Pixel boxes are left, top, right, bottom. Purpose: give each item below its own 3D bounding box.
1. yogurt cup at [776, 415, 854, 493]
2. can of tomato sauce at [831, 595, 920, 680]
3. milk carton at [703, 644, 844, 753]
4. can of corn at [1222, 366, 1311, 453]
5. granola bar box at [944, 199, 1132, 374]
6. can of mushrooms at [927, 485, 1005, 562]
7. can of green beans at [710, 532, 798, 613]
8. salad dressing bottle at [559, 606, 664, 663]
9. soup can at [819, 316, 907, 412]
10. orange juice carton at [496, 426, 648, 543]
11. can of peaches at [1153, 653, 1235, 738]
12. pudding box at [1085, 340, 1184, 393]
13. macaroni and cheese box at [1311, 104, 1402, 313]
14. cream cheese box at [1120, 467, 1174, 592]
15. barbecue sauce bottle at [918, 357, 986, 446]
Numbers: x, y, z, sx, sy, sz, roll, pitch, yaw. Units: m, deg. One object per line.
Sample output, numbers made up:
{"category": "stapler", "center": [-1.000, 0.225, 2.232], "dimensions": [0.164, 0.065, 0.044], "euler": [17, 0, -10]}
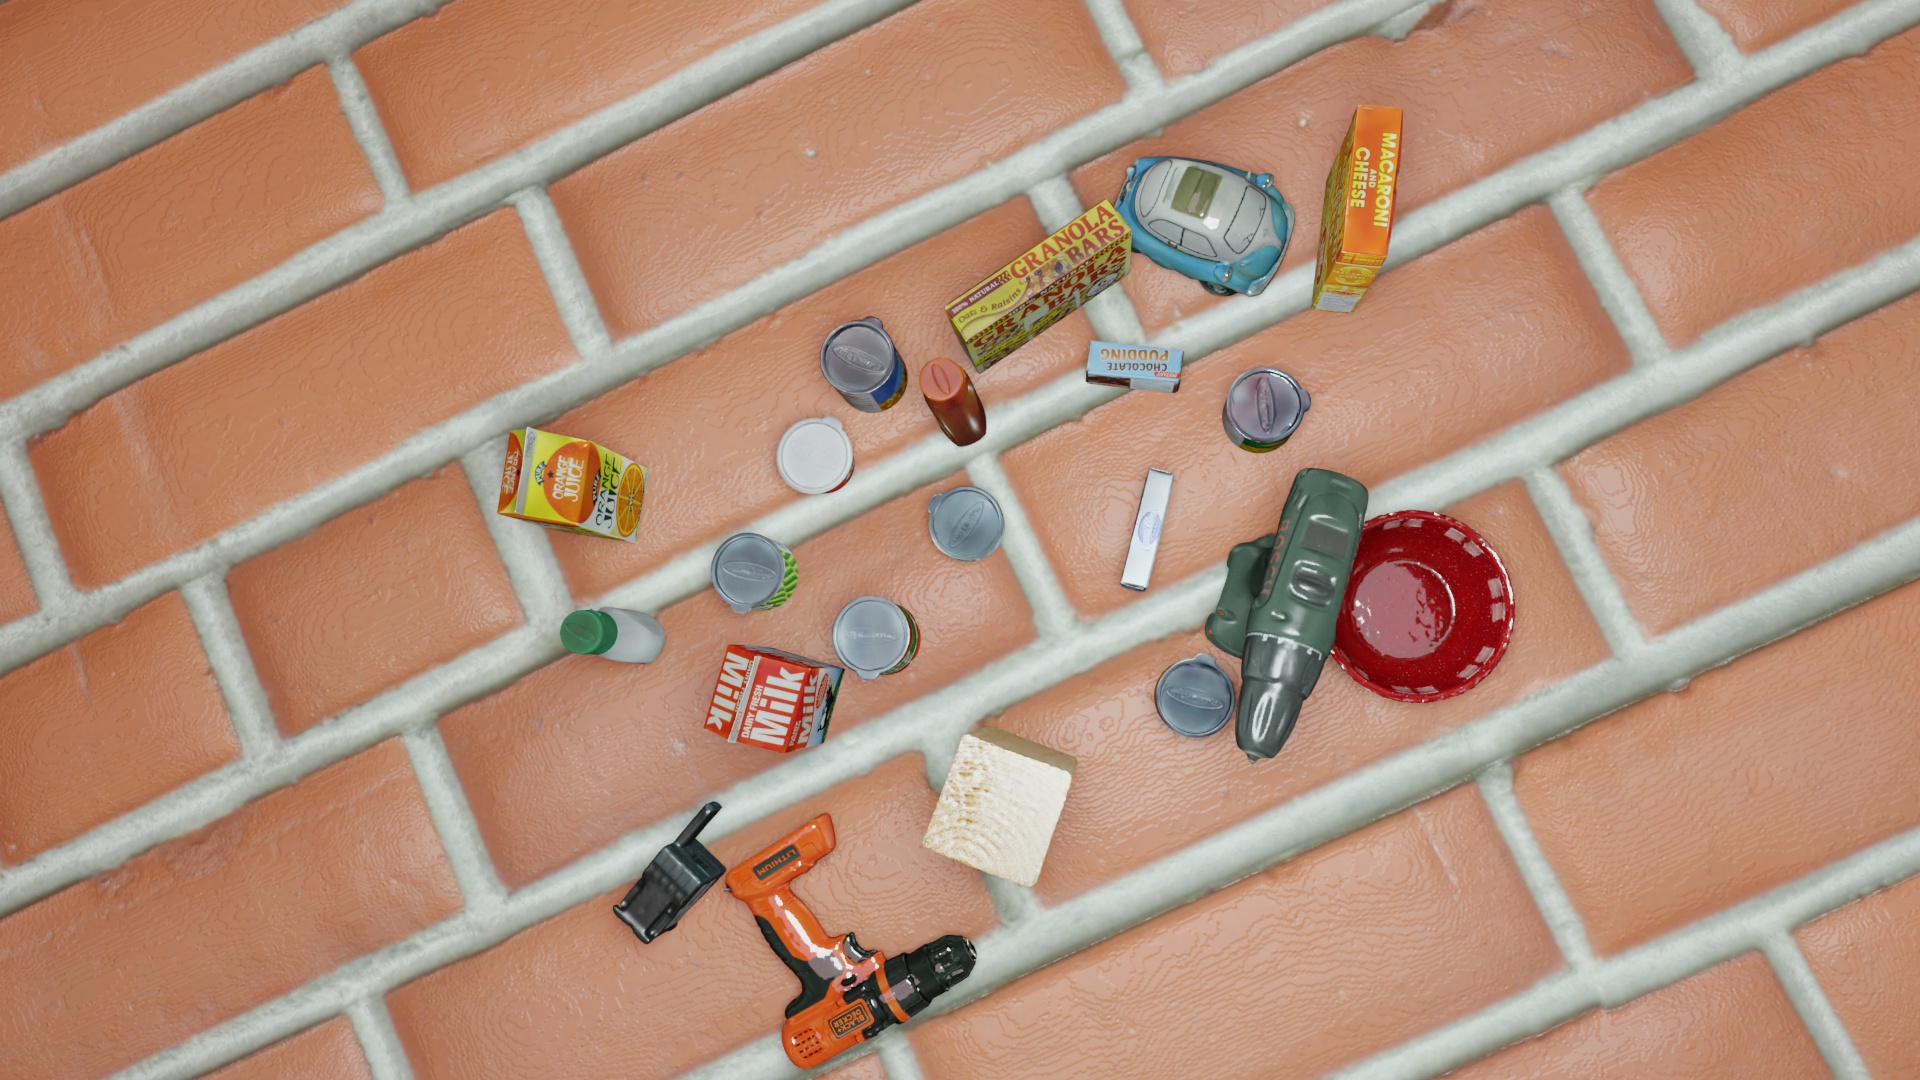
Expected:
{"category": "yogurt cup", "center": [-0.126, -0.072, 1.245], "dimensions": [0.072, 0.054, 0.072], "euler": [-1, 83, 6]}
{"category": "can of tomato sauce", "center": [-0.071, 0.086, 1.206], "dimensions": [0.071, 0.083, 0.071], "euler": [-1, 84, 6]}
{"category": "milk carton", "center": [-0.157, 0.130, 1.155], "dimensions": [0.073, 0.190, 0.072], "euler": [16, 86, 7]}
{"category": "can of corn", "center": [0.265, -0.113, 1.208], "dimensions": [0.071, 0.058, 0.071], "euler": [-1, 84, 6]}
{"category": "granola bar box", "center": [0.069, -0.218, 1.207], "dimensions": [0.165, 0.124, 0.039], "euler": [-34, 82, 1]}
{"category": "can of mushrooms", "center": [0.004, -0.015, 1.236], "dimensions": [0.071, 0.033, 0.071], "euler": [-1, 83, 6]}
{"category": "can of green beans", "center": [-0.182, 0.029, 1.237], "dimensions": [0.071, 0.058, 0.071], "euler": [-1, 84, 6]}
{"category": "salad dressing bottle", "center": [-0.300, 0.081, 1.197], "dimensions": [0.064, 0.147, 0.044], "euler": [27, 87, 8]}
{"category": "soup can", "center": [-0.083, -0.156, 1.236], "dimensions": [0.071, 0.083, 0.071], "euler": [-1, 84, 6]}
{"category": "orange juice carton", "center": [-0.337, -0.046, 1.193], "dimensions": [0.073, 0.192, 0.072], "euler": [7, 85, 7]}
{"category": "can of peaches", "center": [0.200, 0.132, 1.186], "dimensions": [0.071, 0.058, 0.071], "euler": [-1, 84, 6]}
{"category": "pudding box", "center": [0.153, -0.153, 1.229], "dimensions": [0.084, 0.049, 0.030], "euler": [7, 85, 7]}
{"category": "macaroni and cheese box", "center": [0.332, -0.274, 1.166], "dimensions": [0.040, 0.166, 0.124], "euler": [7, 85, 7]}
{"category": "cream cheese box", "center": [0.162, -0.008, 1.209], "dimensions": [0.024, 0.053, 0.104], "euler": [14, 85, 7]}
{"category": "barbecue sauce bottle", "center": [-0.008, -0.123, 1.191], "dimensions": [0.043, 0.148, 0.065], "euler": [-25, 82, 3]}
